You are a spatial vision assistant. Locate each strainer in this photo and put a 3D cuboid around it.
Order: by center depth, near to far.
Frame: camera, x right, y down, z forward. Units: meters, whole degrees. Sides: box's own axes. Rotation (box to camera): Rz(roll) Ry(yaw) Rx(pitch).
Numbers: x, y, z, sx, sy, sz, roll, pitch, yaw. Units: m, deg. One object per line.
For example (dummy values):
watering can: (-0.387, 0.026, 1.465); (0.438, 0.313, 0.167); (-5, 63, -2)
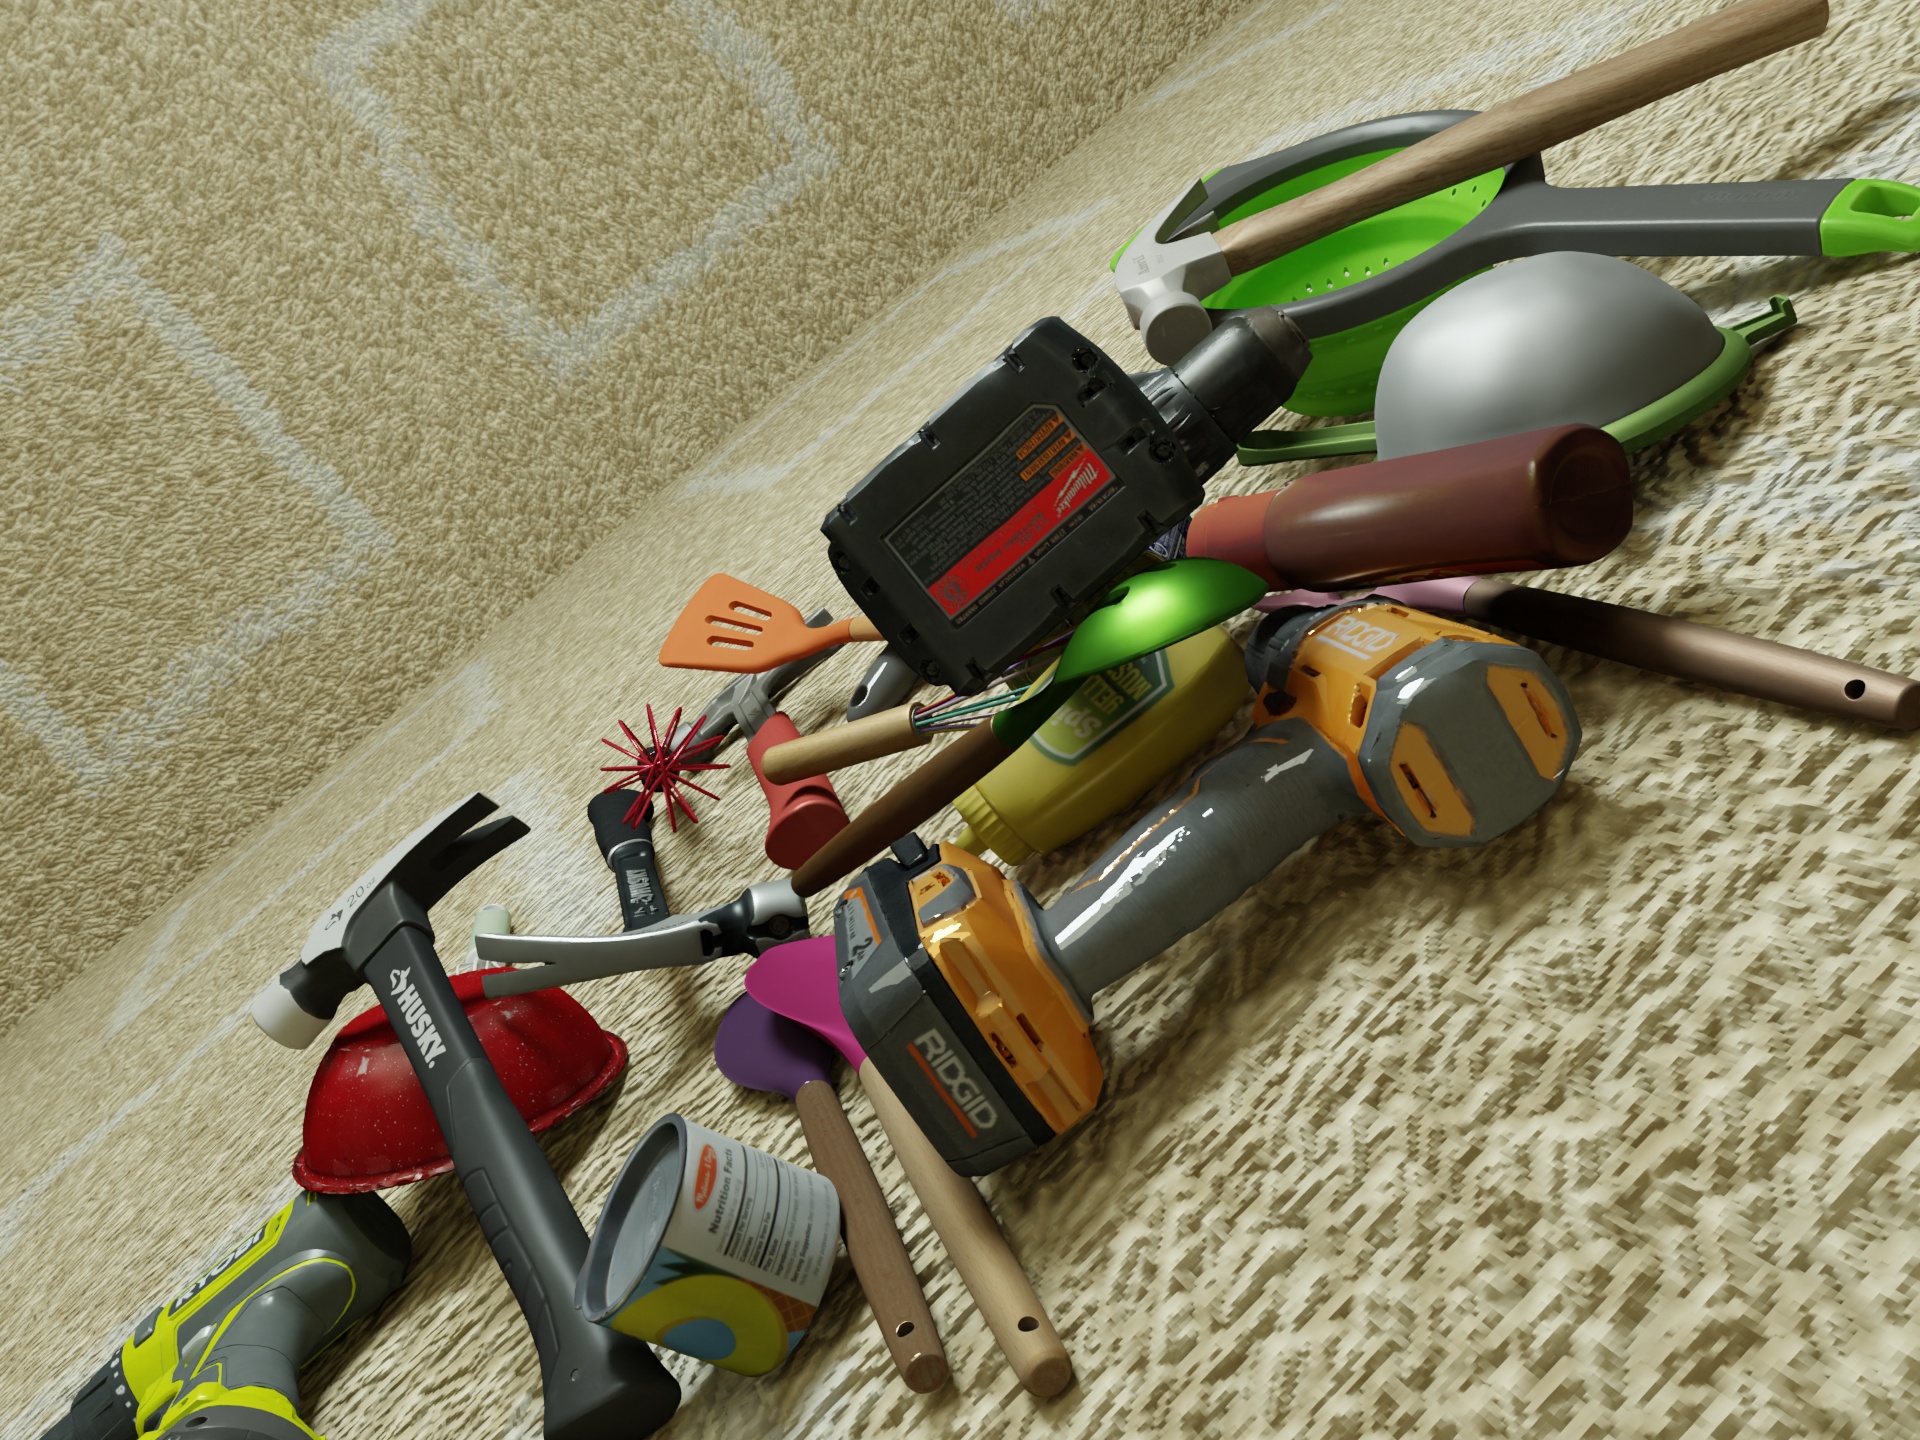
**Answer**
strainer: (0.196, -0.147, 0.672); (0.151, 0.069, 0.256); (-34, 19, -24)

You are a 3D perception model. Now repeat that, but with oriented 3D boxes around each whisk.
whisk: (-0.001, 0.000, 0.758); (0.245, 0.047, 0.051); (-16, 17, 33)
whisk: (-0.178, 0.028, 0.947); (0.073, 0.073, 0.296); (-42, 6, -10)
whisk: (0.002, -0.082, 0.984); (0.055, 0.055, 0.239); (-9, 39, 56)
whisk: (-0.296, 0.155, 0.991); (0.057, 0.059, 0.246); (-4, 9, -13)

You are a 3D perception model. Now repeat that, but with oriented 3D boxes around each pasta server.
pasta server: (0.188, -0.039, 0.545); (0.316, 0.040, 0.060); (-143, 68, -69)

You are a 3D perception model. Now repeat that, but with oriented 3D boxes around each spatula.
spatula: (-0.051, 0.149, 0.580); (0.060, 0.018, 0.316); (-32, 17, -8)
spatula: (-0.048, -0.061, 0.934); (0.323, 0.041, 0.081); (-3, 49, 40)

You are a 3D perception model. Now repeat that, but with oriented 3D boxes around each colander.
colander: (0.253, -0.205, 0.760); (0.204, 0.094, 0.397); (-44, 37, -23)

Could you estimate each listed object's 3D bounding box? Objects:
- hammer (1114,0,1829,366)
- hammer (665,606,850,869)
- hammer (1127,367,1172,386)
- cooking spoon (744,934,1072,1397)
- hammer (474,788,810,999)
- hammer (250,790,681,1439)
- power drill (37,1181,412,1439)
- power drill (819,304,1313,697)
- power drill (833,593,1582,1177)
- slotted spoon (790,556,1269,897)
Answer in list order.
hammer: (0.229, -0.263, 0.740); (0.331, 0.031, 0.130); (-21, 35, 9)
hammer: (-0.105, 0.012, 0.972); (0.149, 0.036, 0.359); (-40, 18, -3)
hammer: (0.057, -0.146, 0.891); (0.127, 0.034, 0.337); (-4, 22, 21)
cooking spoon: (-0.023, 0.133, 0.555); (0.068, 0.017, 0.319); (-9, 15, -15)
hammer: (-0.191, 0.083, 0.904); (0.149, 0.036, 0.409); (-9, 8, -14)
hammer: (-0.187, 0.149, 0.623); (0.146, 0.035, 0.335); (-48, 41, -4)
power drill: (-0.321, 0.300, 0.646); (0.190, 0.080, 0.229); (-40, 16, -7)
power drill: (0.054, -0.096, 0.616); (0.188, 0.080, 0.226); (-40, -2, 15)
power drill: (0.070, 0.034, 0.534); (0.226, 0.084, 0.185); (-34, 13, 2)
slotted spoon: (0.004, 0.014, 0.607); (0.070, 0.031, 0.313); (-32, -4, -39)
